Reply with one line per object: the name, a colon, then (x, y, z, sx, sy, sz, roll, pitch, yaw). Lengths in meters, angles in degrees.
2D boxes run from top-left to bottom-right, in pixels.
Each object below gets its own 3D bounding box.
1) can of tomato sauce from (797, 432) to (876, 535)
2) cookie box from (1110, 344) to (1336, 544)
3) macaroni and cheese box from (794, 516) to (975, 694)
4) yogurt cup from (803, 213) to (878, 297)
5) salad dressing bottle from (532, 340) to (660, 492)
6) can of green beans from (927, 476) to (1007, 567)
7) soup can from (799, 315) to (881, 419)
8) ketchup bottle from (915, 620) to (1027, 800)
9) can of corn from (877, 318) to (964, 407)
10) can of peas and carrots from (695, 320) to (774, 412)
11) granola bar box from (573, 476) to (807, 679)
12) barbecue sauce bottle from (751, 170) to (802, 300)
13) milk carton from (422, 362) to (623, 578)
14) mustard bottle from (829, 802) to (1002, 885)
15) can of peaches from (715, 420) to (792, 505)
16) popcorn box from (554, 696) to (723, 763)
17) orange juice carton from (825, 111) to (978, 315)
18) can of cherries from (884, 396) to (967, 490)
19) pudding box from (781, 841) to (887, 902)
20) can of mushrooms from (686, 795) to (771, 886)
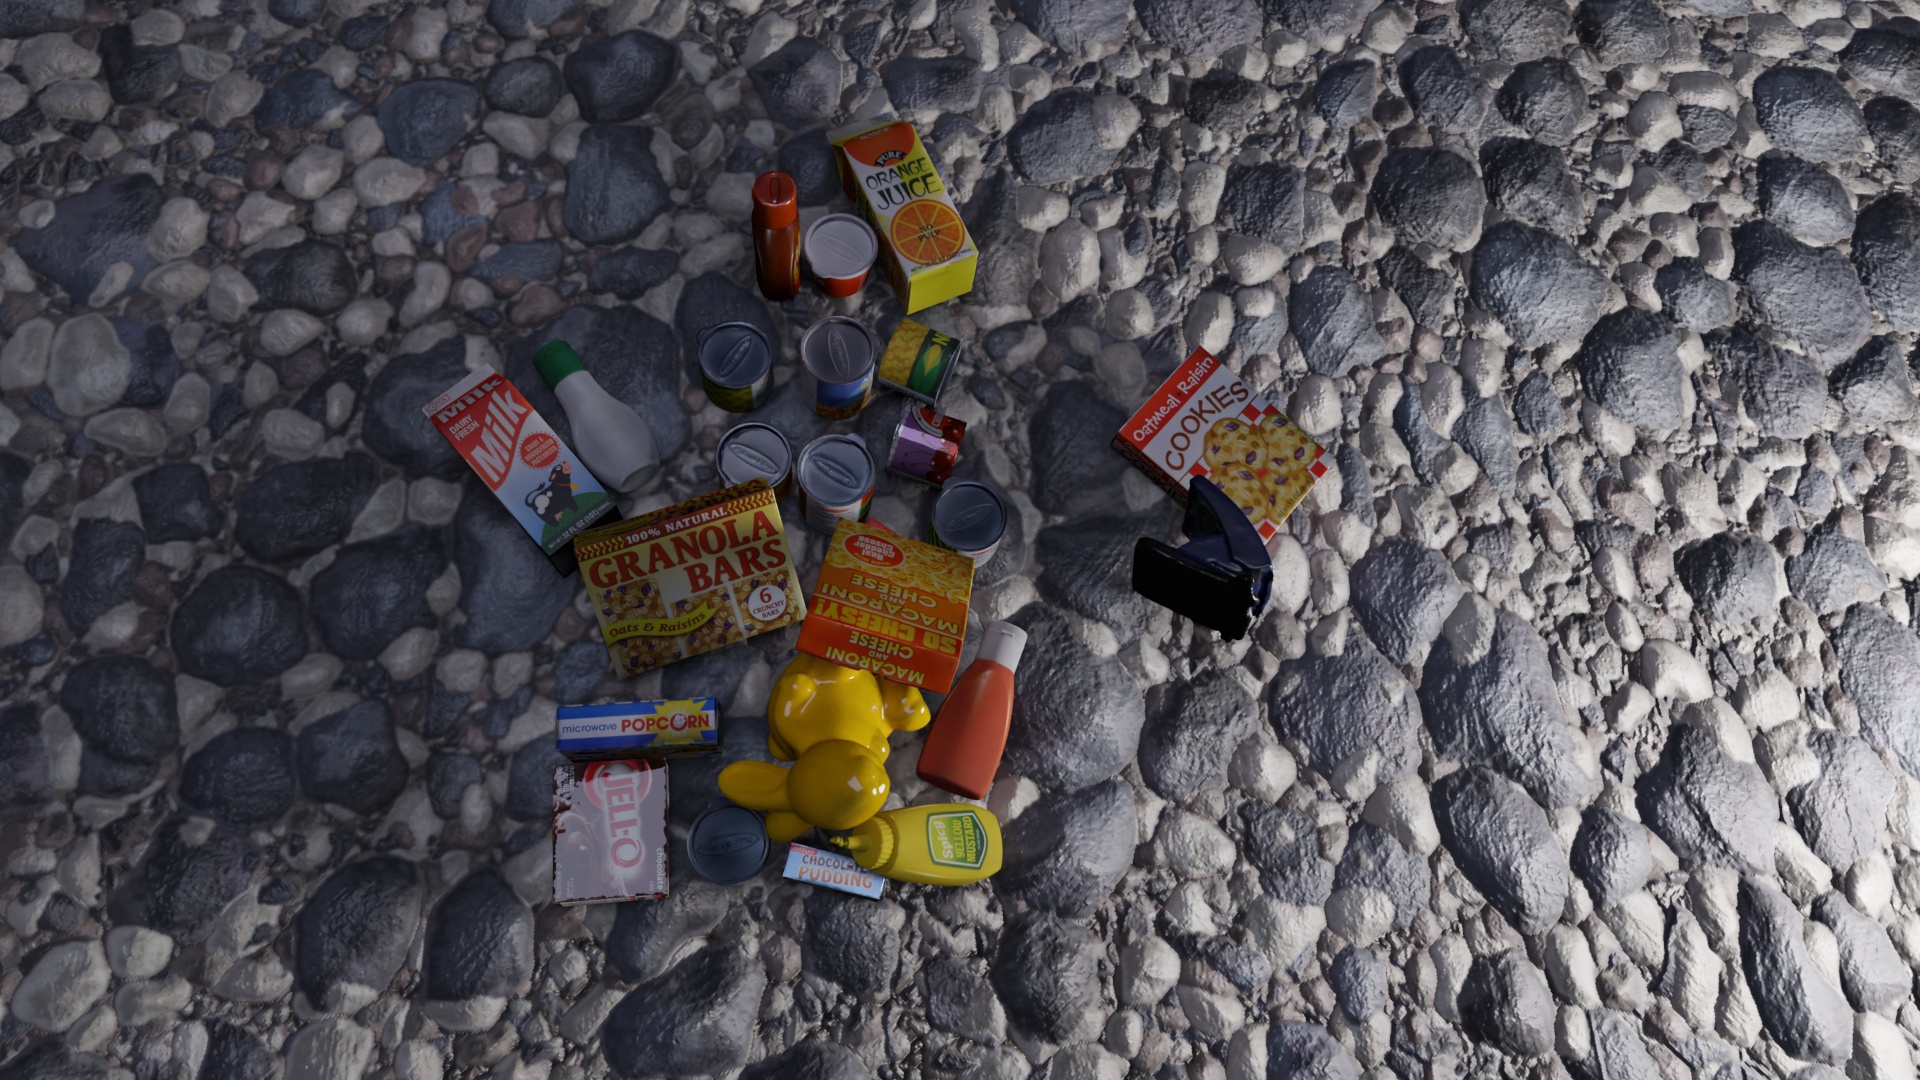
can of tomato sauce: (-0.108, -0.049, 1.210, 0.071, 0.083, 0.071, 2, 72, -6)
cookie box: (0.241, -0.082, 1.282, 0.167, 0.040, 0.123, 41, 72, 7)
macaroni and cheese box: (-0.056, 0.050, 1.119, 0.124, 0.040, 0.167, 17, 27, -4)
yogurt cup: (-0.112, -0.263, 1.296, 0.072, 0.053, 0.072, 2, 72, -6)
salad dressing bottle: (-0.324, -0.112, 1.230, 0.064, 0.044, 0.148, -34, 77, -13)
can of green beans: (0.005, -0.013, 1.224, 0.071, 0.057, 0.071, 2, 72, -5)
soup can: (-0.108, -0.154, 1.245, 0.071, 0.083, 0.071, 2, 72, -6)
ketchup bottle: (0.016, 0.141, 1.181, 0.065, 0.043, 0.149, 22, 71, 0)
can of corn: (-0.036, -0.164, 1.264, 0.058, 0.071, 0.071, 23, 71, 2)
can of peas and carrots: (-0.203, -0.157, 1.249, 0.071, 0.058, 0.071, 2, 71, -5)
granola bar box: (-0.224, 0.030, 1.161, 0.166, 0.039, 0.123, -18, 113, -12)
barbecue sauce bottle: (-0.165, -0.275, 1.245, 0.044, 0.148, 0.065, 0, 72, -5)
milk carton: (-0.377, -0.066, 1.192, 0.072, 0.073, 0.191, -39, 80, -15)
mustard bottle: (-0.036, 0.240, 1.098, 0.160, 0.048, 0.065, 11, 62, -42)
can of peaches: (-0.182, -0.062, 1.220, 0.071, 0.058, 0.071, 2, 72, -6)
popcorn box: (-0.258, 0.154, 1.126, 0.127, 0.085, 0.038, -3, 74, -7)
orange juice carton: (-0.058, -0.319, 1.310, 0.072, 0.072, 0.193, -23, 75, -12)
can of cherries: (-0.030, -0.086, 1.238, 0.058, 0.071, 0.072, 18, 71, 0)
pudding box: (-0.101, 0.269, 1.124, 0.084, 0.049, 0.030, 14, 73, -1)
can of mushrooms: (-0.188, 0.245, 1.131, 0.071, 0.033, 0.071, 2, 72, -5)
